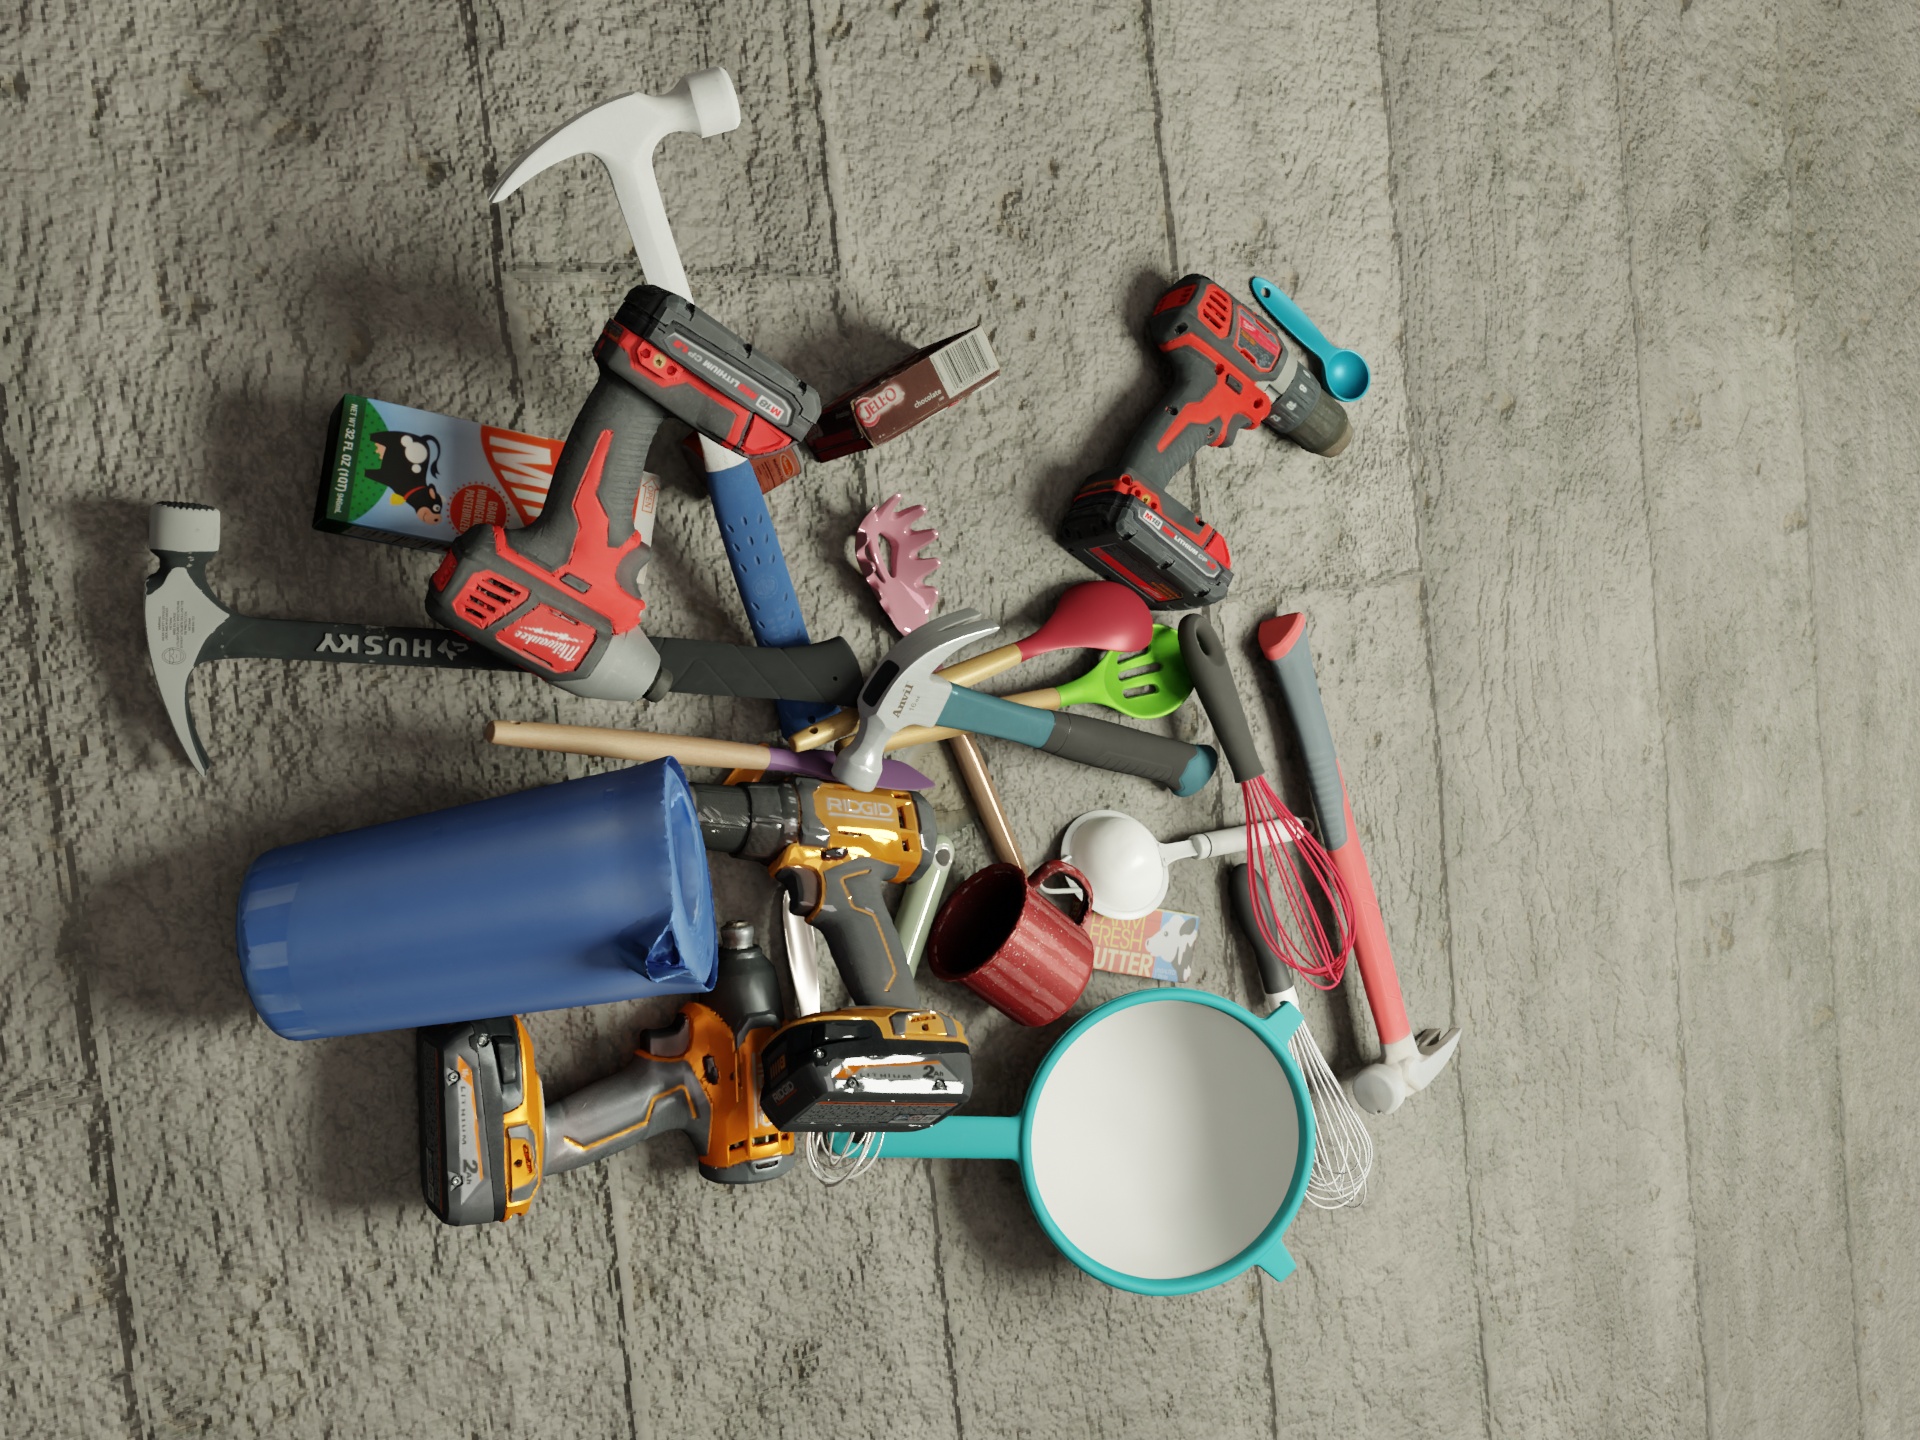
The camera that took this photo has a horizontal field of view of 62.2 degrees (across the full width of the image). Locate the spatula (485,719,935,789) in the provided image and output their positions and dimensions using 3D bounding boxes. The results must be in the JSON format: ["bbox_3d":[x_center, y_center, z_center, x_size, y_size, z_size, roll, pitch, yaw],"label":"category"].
[{"bbox_3d":[-0.141,0.022,0.981,0.315,0.060,0.018,8,107,-40],"label":"spatula"}]

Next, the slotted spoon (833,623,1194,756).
[{"bbox_3d":[0.045,-0.013,1.106,0.313,0.031,0.070,-14,97,-35],"label":"slotted spoon"}]

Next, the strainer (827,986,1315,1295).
[{"bbox_3d":[0.075,0.289,1.129,0.340,0.095,0.211,2,88,-7],"label":"strainer"}]

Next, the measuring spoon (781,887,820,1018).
[{"bbox_3d":[-0.107,0.171,1.066,0.034,0.018,0.124,-7,87,-29],"label":"measuring spoon"}]

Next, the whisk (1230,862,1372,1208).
[{"bbox_3d":[0.259,0.245,1.231,0.070,0.070,0.284,-20,95,-26],"label":"whisk"}]

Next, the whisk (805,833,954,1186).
[{"bbox_3d":[-0.050,0.191,1.068,0.057,0.059,0.246,30,69,-30],"label":"whisk"}]

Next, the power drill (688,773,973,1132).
[{"bbox_3d":[-0.091,0.135,0.989,0.185,0.084,0.226,9,54,-30],"label":"power drill"}]

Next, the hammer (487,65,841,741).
[{"bbox_3d":[-0.149,-0.162,0.952,0.144,0.035,0.405,-21,120,-10],"label":"hammer"}]

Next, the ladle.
[{"bbox_3d":[0.016,-0.038,1.076,0.315,0.031,0.069,-23,62,-33],"label":"ladle"}]

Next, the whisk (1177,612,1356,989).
[{"bbox_3d":[0.221,0.060,1.172,0.073,0.073,0.296,-22,92,-25],"label":"whisk"}]

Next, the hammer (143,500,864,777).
[{"bbox_3d":[-0.253,-0.034,0.934,0.408,0.036,0.149,4,100,-20],"label":"hammer"}]

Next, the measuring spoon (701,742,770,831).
[{"bbox_3d":[-0.161,0.061,1.036,0.021,0.011,0.117,48,67,-34],"label":"measuring spoon"}]

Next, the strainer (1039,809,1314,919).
[{"bbox_3d":[0.173,0.093,1.188,0.258,0.050,0.087,-7,66,-33],"label":"strainer"}]

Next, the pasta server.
[{"bbox_3d":[-0.002,-0.004,1.101,0.060,0.040,0.316,-32,106,-34],"label":"pasta server"}]

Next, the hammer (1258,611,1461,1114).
[{"bbox_3d":[0.310,0.101,1.254,0.143,0.038,0.386,-20,96,-50],"label":"hammer"}]

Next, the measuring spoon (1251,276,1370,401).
[{"bbox_3d":[0.270,-0.299,1.250,0.128,0.021,0.042,42,74,-12],"label":"measuring spoon"}]

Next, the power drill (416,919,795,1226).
[{"bbox_3d":[-0.209,0.213,0.976,0.226,0.084,0.164,-2,91,-31],"label":"power drill"}]

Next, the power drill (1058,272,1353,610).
[{"bbox_3d":[0.190,-0.192,1.177,0.187,0.080,0.227,33,74,-24],"label":"power drill"}]

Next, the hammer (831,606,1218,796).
[{"bbox_3d":[0.064,0.009,1.089,0.330,0.033,0.128,14,106,-43],"label":"hammer"}]

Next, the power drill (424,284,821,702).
[{"bbox_3d":[-0.179,-0.117,0.881,0.143,0.079,0.219,32,95,-27],"label":"power drill"}]
